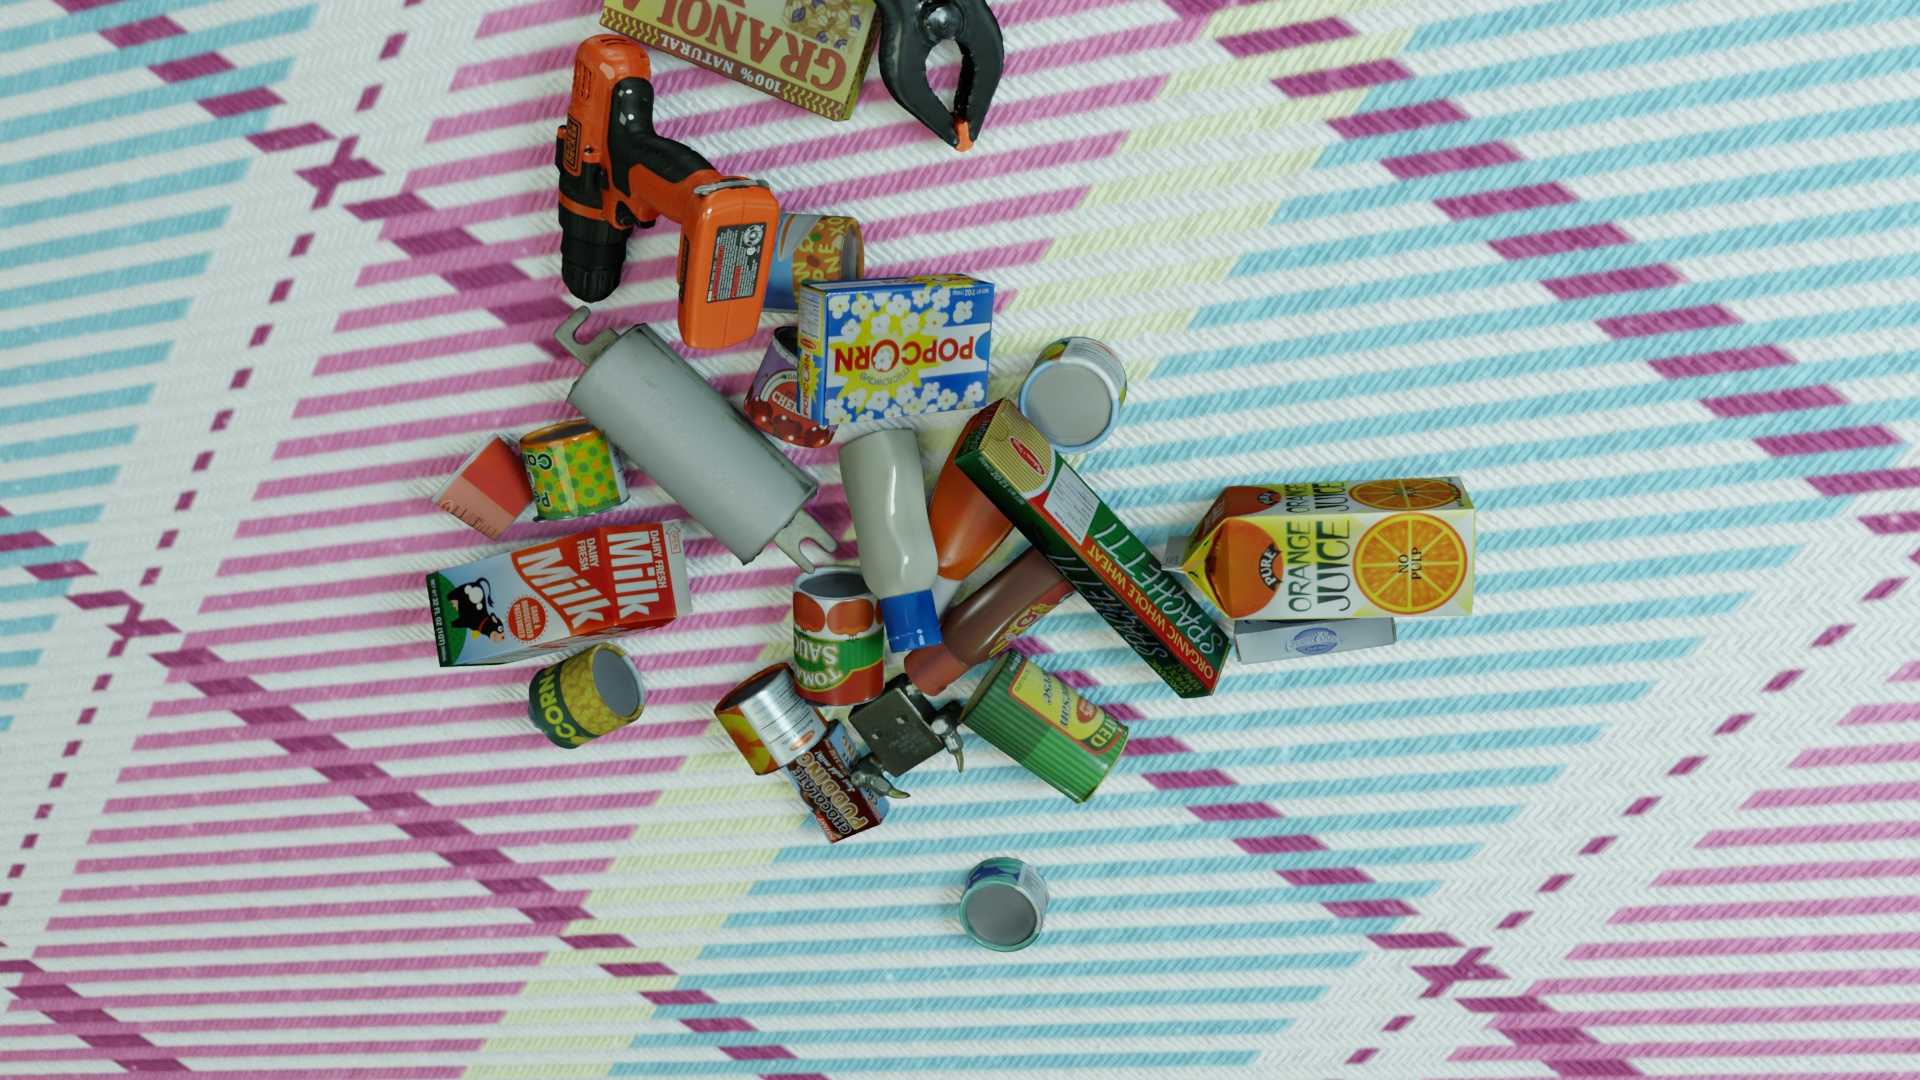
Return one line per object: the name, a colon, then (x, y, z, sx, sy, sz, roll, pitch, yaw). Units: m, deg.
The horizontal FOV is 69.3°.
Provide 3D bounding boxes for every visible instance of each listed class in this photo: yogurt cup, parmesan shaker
yogurt cup: (-0.342, -0.037, 1.013, 0.054, 0.073, 0.072, 43, 113, -14)
parmesan shaker: (0.059, 0.132, 0.987, 0.103, 0.071, 0.071, 35, 113, -2)

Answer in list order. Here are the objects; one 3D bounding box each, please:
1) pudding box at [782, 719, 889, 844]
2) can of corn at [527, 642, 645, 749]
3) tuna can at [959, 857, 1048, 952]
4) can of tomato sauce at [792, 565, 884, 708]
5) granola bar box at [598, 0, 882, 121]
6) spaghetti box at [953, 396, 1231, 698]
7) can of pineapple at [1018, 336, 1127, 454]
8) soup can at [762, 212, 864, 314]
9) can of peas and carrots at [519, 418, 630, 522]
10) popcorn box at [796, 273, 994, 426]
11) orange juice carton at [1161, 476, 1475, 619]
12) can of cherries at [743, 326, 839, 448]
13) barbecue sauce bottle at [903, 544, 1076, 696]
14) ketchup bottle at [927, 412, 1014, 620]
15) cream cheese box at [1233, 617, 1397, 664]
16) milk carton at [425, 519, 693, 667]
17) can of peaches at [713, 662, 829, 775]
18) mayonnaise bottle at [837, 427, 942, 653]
pudding box: (-0.097, 0.184, 1.061, 0.049, 0.030, 0.083, -24, 103, 20)
can of corn: (-0.284, 0.118, 1.053, 0.058, 0.071, 0.071, -24, 103, 18)
tuna can: (0.031, 0.281, 1.068, 0.071, 0.033, 0.070, 4, 110, 10)
can of tomato sauce: (-0.089, 0.068, 0.995, 0.071, 0.071, 0.082, 5, 110, 10)
granola bar box: (-0.128, -0.351, 0.867, 0.165, 0.039, 0.123, 23, 112, 2)
spaghetti box: (0.092, 0.011, 0.912, 0.028, 0.050, 0.249, -19, 124, 45)
can of pineapple: (0.073, -0.094, 0.909, 0.071, 0.058, 0.070, 4, 111, 10)
soup can: (-0.111, -0.184, 0.909, 0.084, 0.071, 0.071, 5, 111, 9)
can of peas and carrots: (-0.277, -0.051, 0.991, 0.071, 0.071, 0.058, -5, 108, 13)
popcorn box: (-0.042, -0.124, 0.892, 0.127, 0.038, 0.085, -10, 115, -33)
orange juice carton: (0.230, 0.005, 0.906, 0.193, 0.072, 0.072, -2, 109, 12)
can of cherries: (-0.106, -0.102, 0.936, 0.071, 0.072, 0.058, 29, 113, 0)
barbecue sauce bottle: (0.025, 0.052, 0.966, 0.148, 0.065, 0.044, -40, 75, 19)
ketchup bottle: (0.003, -0.012, 0.961, 0.065, 0.044, 0.148, 32, 113, 9)
cream cheese box: (0.237, 0.057, 0.933, 0.104, 0.053, 0.024, -10, 106, 15)
milk carton: (-0.284, 0.039, 1.012, 0.190, 0.073, 0.072, -13, 82, 16)
can of peaches: (-0.142, 0.132, 1.033, 0.071, 0.071, 0.058, -28, 103, 20)
mayonnaise bottle: (-0.044, 0.001, 0.944, 0.064, 0.041, 0.148, -16, 84, 51)
